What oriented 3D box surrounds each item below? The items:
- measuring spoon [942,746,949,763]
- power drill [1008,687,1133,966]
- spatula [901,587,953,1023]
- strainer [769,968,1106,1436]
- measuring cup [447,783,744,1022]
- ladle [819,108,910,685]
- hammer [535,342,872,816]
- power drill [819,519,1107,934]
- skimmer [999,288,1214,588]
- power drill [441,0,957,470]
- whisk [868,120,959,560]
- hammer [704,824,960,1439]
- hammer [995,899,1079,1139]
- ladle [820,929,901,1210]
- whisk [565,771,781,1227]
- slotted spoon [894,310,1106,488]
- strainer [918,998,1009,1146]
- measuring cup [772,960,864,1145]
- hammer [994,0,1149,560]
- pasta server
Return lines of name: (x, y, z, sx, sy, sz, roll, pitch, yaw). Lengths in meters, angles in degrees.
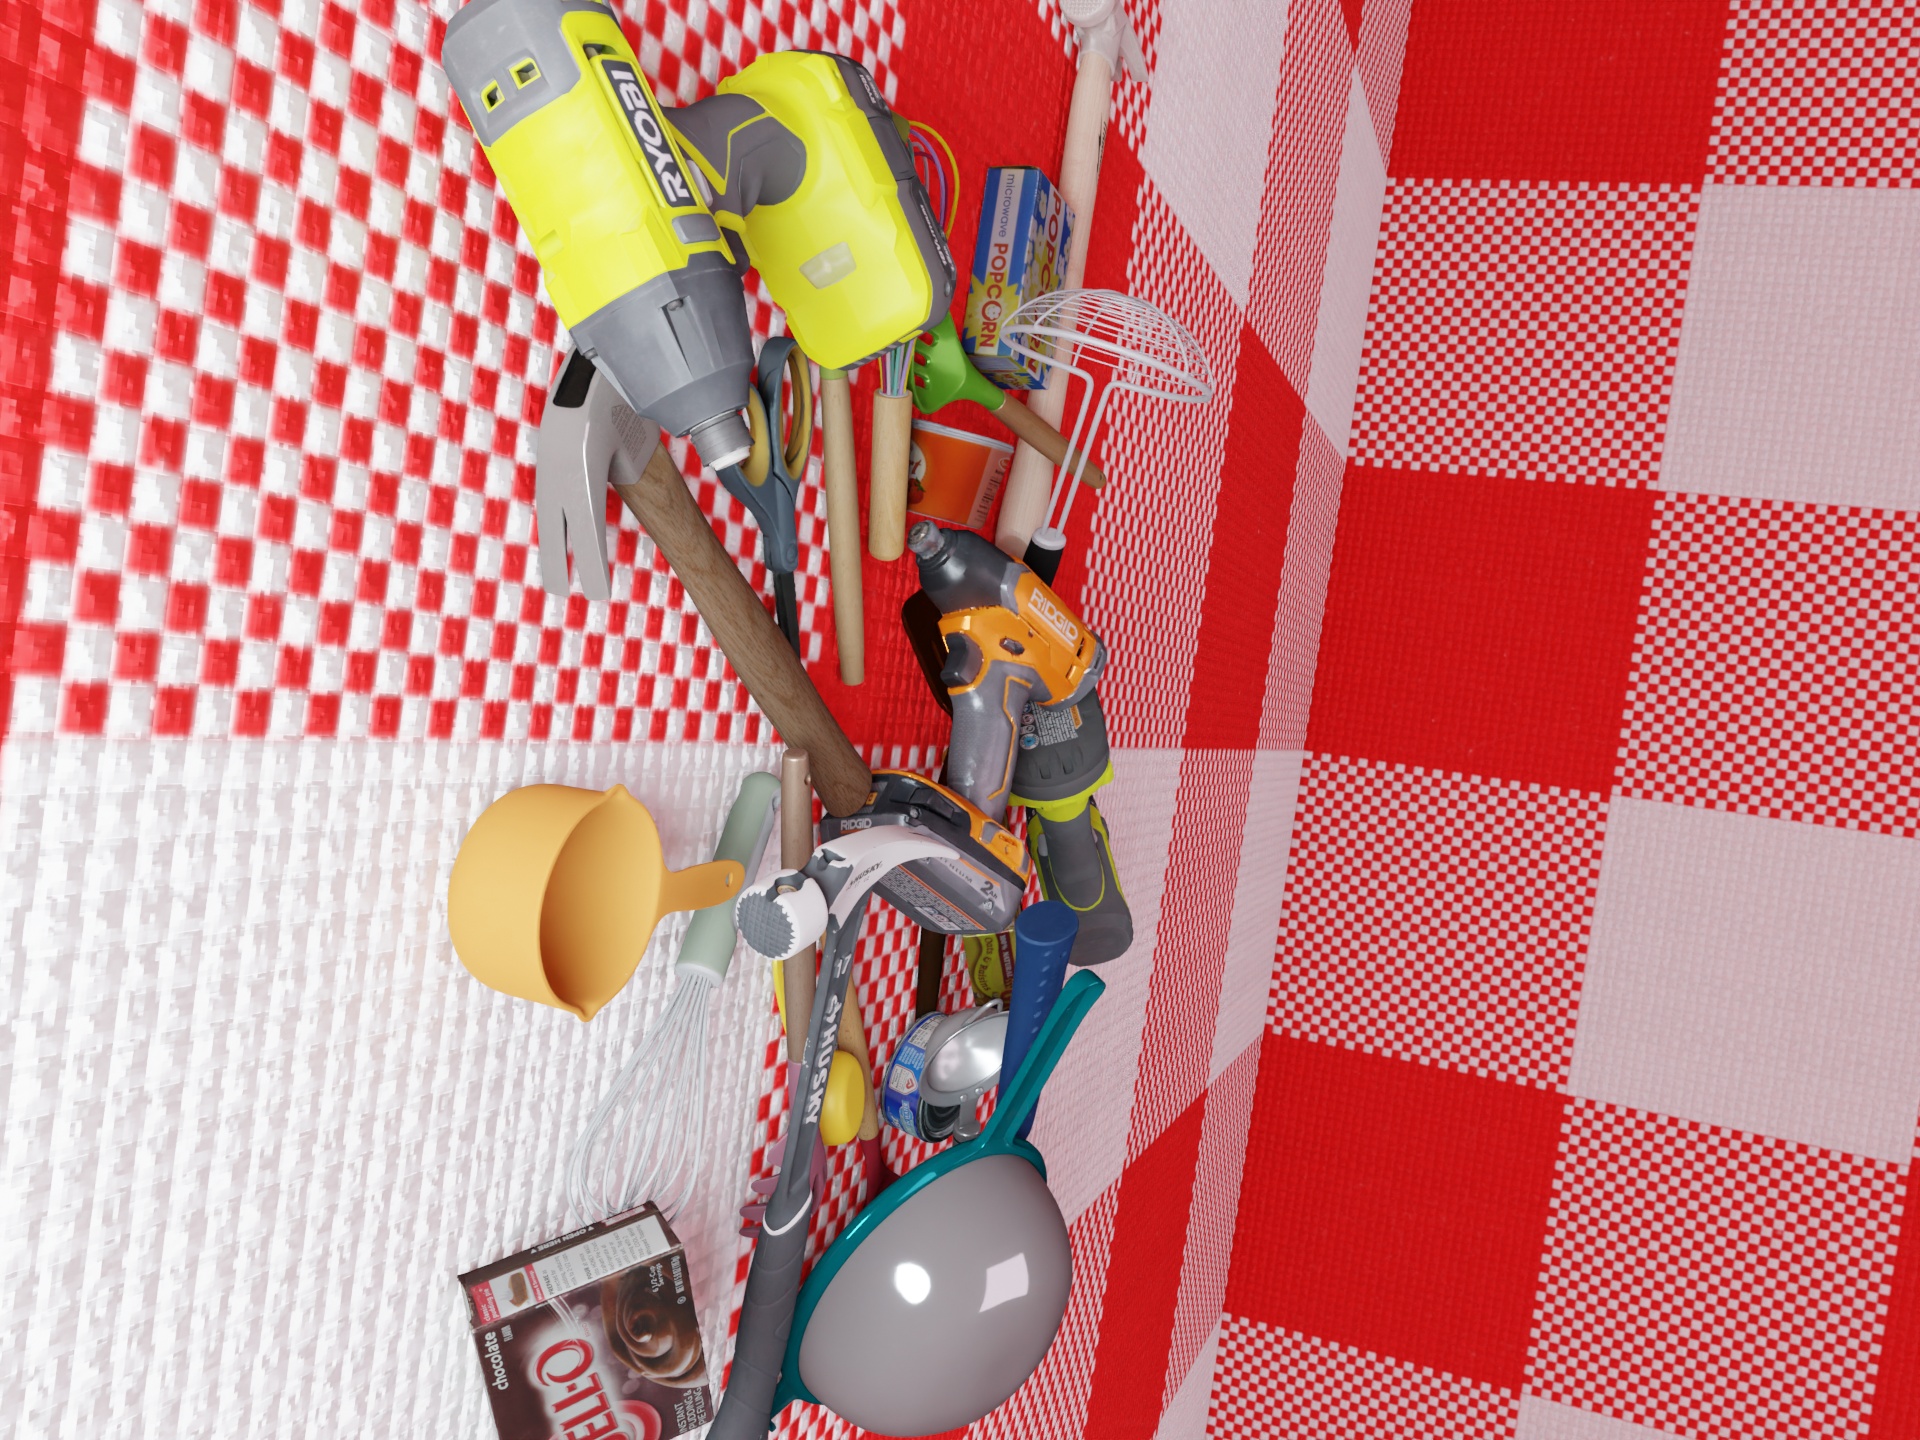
measuring spoon: (-0.002, -0.022, 1.103, 0.021, 0.011, 0.117, 21, 74, -76)
power drill: (0.070, 0.045, 1.165, 0.228, 0.080, 0.191, 74, 2, -48)
spatula: (-0.020, 0.069, 1.073, 0.081, 0.041, 0.322, -36, 135, -61)
strainer: (0.027, 0.313, 0.962, 0.210, 0.095, 0.340, 7, 116, -48)
measuring cup: (-0.150, 0.069, 0.675, 0.173, 0.052, 0.095, 3, 95, -72)
ladle: (-0.053, -0.158, 0.841, 0.078, 0.062, 0.320, -103, -170, -57)
hammer: (-0.107, -0.046, 0.753, 0.331, 0.031, 0.130, 64, 40, -53)
power drill: (-0.002, -0.003, 0.966, 0.164, 0.084, 0.227, 41, 57, -35)
skimmer: (0.063, -0.135, 1.018, 0.363, 0.127, 0.090, 107, 0, -55)
power drill: (-0.088, -0.194, 0.631, 0.171, 0.080, 0.223, 65, 27, -8)
whisk: (-0.032, -0.201, 0.874, 0.047, 0.051, 0.244, -10, 123, -23)
hammer: (-0.085, 0.234, 0.827, 0.149, 0.036, 0.408, -27, 136, -55)
hammer: (0.035, 0.281, 1.056, 0.144, 0.035, 0.405, -22, 134, -35)
ladle: (-0.062, 0.247, 1.020, 0.069, 0.031, 0.315, -58, 148, -51)
whisk: (-0.128, 0.130, 0.767, 0.057, 0.059, 0.246, 89, 14, -58)
slotted spoon: (0.032, -0.199, 1.040, 0.313, 0.031, 0.070, 18, 82, -62)
strainer: (0.002, 0.270, 1.072, 0.087, 0.050, 0.258, -16, 128, -27)
measuring cup: (-0.082, 0.188, 0.923, 0.062, 0.029, 0.156, -77, 163, -50)
hammer: (0.078, -0.314, 1.161, 0.146, 0.038, 0.410, 10, 89, -71)
pasta server: (-0.093, 0.156, 0.852, 0.060, 0.040, 0.316, -49, 146, -58)
